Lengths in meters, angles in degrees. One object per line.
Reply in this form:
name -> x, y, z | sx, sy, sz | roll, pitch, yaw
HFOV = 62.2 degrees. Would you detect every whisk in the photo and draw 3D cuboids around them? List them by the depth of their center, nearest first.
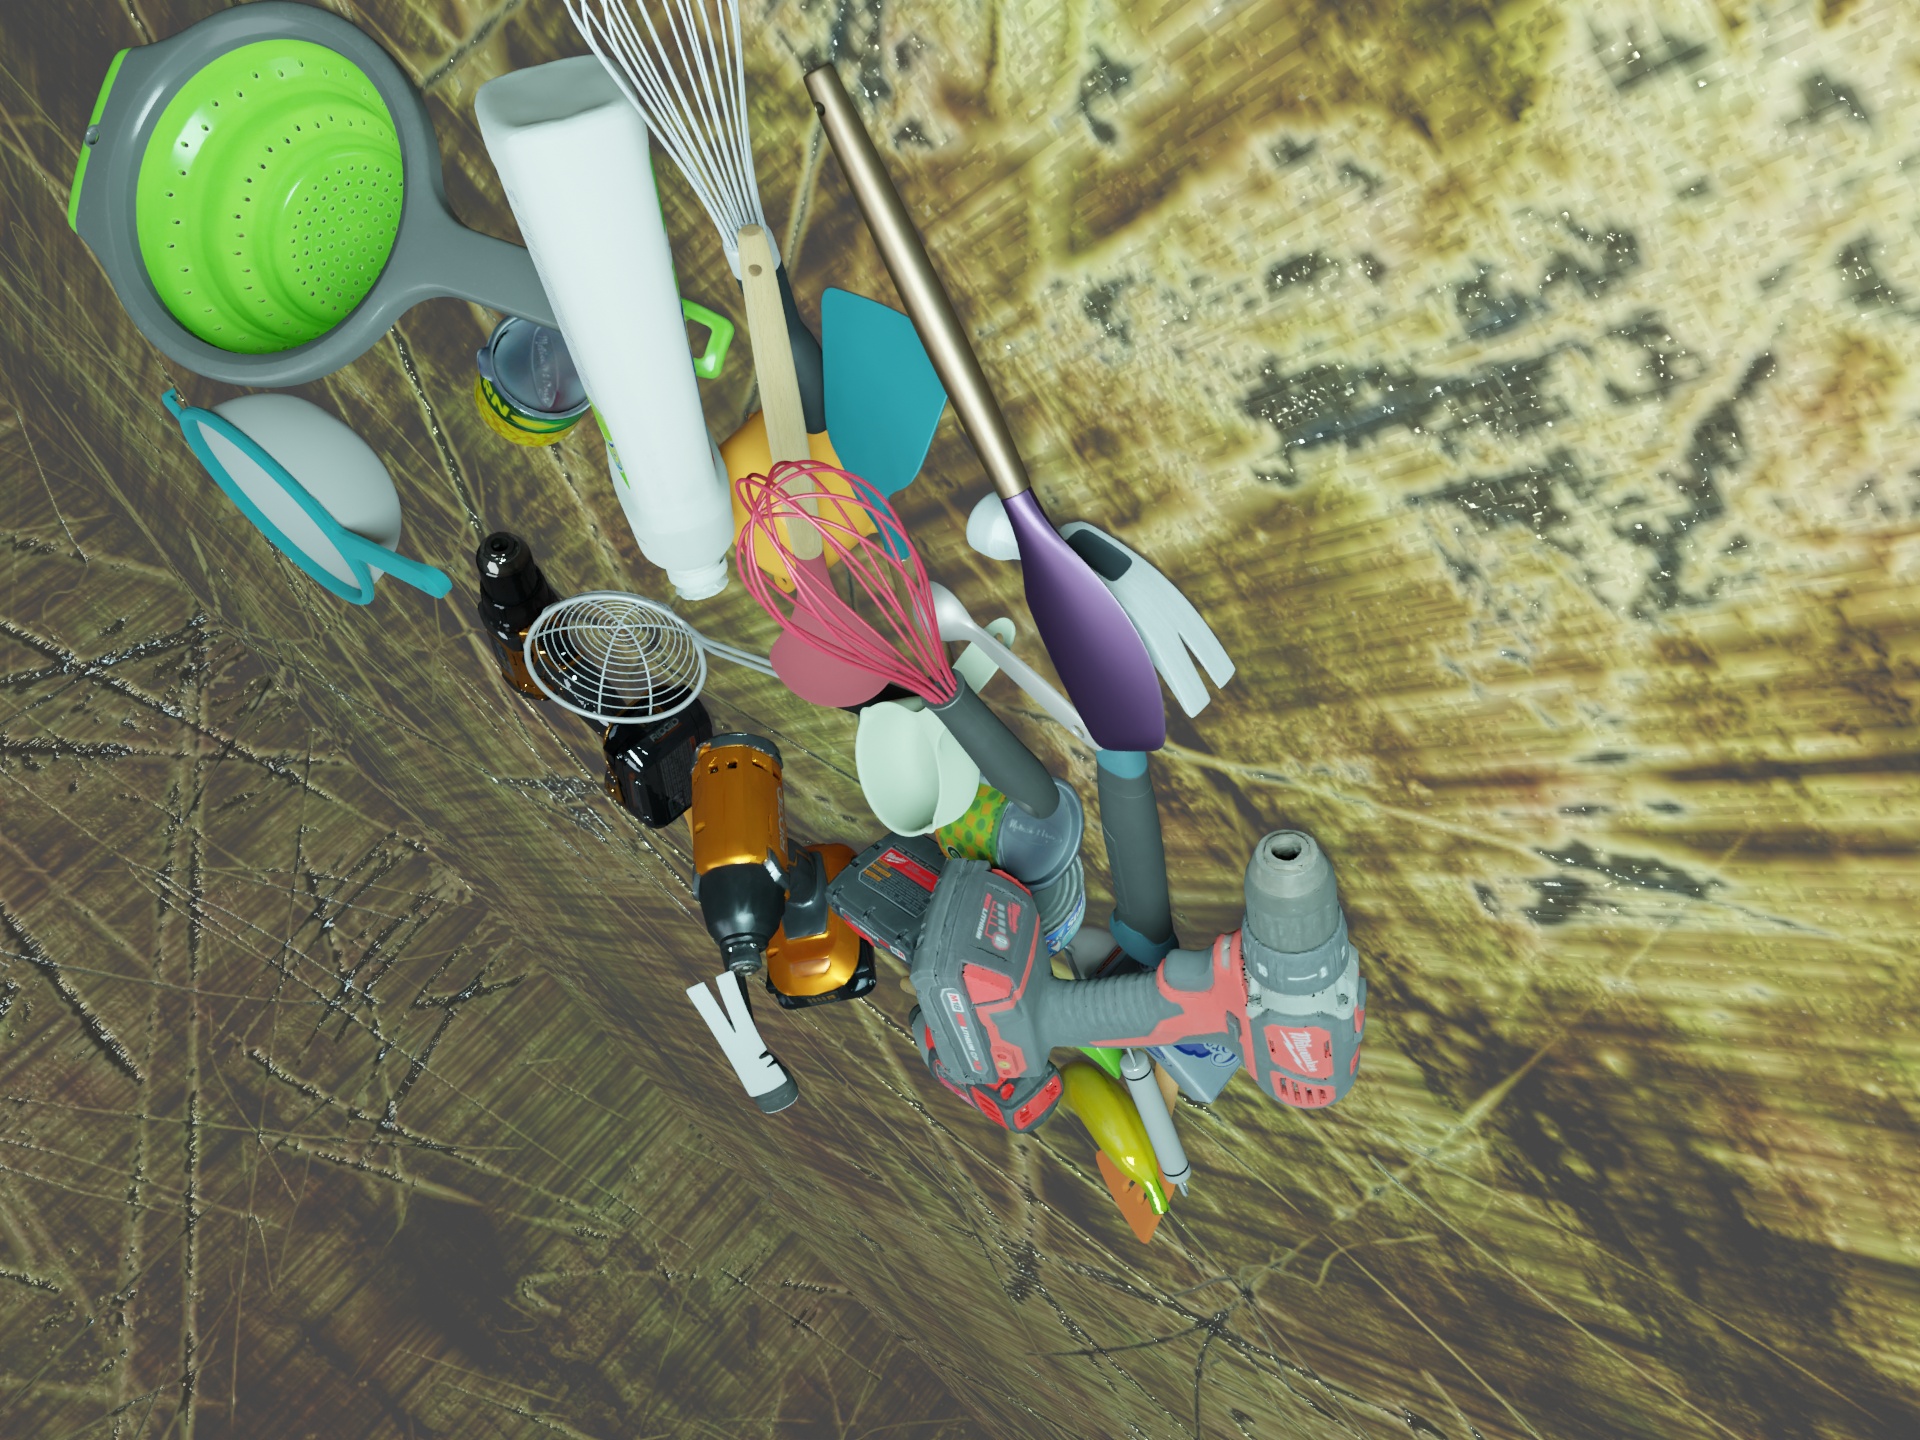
whisk -> -0.099, -0.224, 0.673 | 0.070, 0.070, 0.284 | 29, 156, 30
whisk -> -0.017, -0.025, 0.741 | 0.073, 0.073, 0.295 | 24, 165, 38

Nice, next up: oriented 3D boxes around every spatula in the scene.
spatula -> 0.014, -0.118, 0.662 | 0.060, 0.018, 0.315 | -3, 121, 50
spatula -> -0.017, -0.078, 0.819 | 0.082, 0.044, 0.317 | 31, 157, 28
spatula -> 0.135, 0.279, 1.128 | 0.322, 0.041, 0.081 | 86, 157, -54

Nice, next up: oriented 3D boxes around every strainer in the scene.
strainer -> 0.112, 0.214, 1.023 | 0.087, 0.050, 0.258 | -96, -14, -61
strainer -> -0.502, -0.184, 1.320 | 0.341, 0.095, 0.210 | 24, 152, 34

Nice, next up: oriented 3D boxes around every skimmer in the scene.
skimmer -> -0.155, -0.016, 1.046 | 0.363, 0.090, 0.127 | 18, 153, 44

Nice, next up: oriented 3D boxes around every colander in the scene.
colander -> -0.291, -0.254, 0.873 | 0.397, 0.204, 0.094 | 21, -175, 13

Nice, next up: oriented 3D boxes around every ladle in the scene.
ladle -> -0.076, -0.102, 0.770 | 0.069, 0.031, 0.315 | -3, 141, 2

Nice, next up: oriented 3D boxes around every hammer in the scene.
hammer -> 0.083, 0.028, 0.818 | 0.128, 0.033, 0.330 | 30, 153, 31
hammer -> -0.188, 0.150, 1.243 | 0.337, 0.034, 0.127 | -117, 4, -57

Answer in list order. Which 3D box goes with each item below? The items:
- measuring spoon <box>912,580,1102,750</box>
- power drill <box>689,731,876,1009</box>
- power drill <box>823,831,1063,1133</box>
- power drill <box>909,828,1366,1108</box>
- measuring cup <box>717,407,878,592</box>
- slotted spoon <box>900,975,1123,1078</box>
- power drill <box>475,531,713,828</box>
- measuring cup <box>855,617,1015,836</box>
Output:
measuring spoon -> 0.020, -0.023, 0.774 | 0.124, 0.018, 0.034 | 41, 159, 17
power drill -> -0.127, 0.128, 1.125 | 0.084, 0.164, 0.226 | -12, 150, 9
power drill -> -0.011, 0.188, 1.134 | 0.143, 0.078, 0.219 | 27, 146, 46
power drill -> 0.094, 0.124, 0.825 | 0.227, 0.080, 0.187 | 1, 136, 17
measuring cup -> -0.103, -0.100, 0.876 | 0.095, 0.052, 0.173 | 41, 154, 6
slotted spoon -> 0.031, 0.222, 1.220 | 0.070, 0.031, 0.314 | 53, 156, -19
power drill -> -0.296, -0.038, 1.255 | 0.226, 0.084, 0.185 | 41, 155, 19
measuring cup -> -0.001, -0.003, 0.854 | 0.083, 0.038, 0.167 | 58, 136, 21
